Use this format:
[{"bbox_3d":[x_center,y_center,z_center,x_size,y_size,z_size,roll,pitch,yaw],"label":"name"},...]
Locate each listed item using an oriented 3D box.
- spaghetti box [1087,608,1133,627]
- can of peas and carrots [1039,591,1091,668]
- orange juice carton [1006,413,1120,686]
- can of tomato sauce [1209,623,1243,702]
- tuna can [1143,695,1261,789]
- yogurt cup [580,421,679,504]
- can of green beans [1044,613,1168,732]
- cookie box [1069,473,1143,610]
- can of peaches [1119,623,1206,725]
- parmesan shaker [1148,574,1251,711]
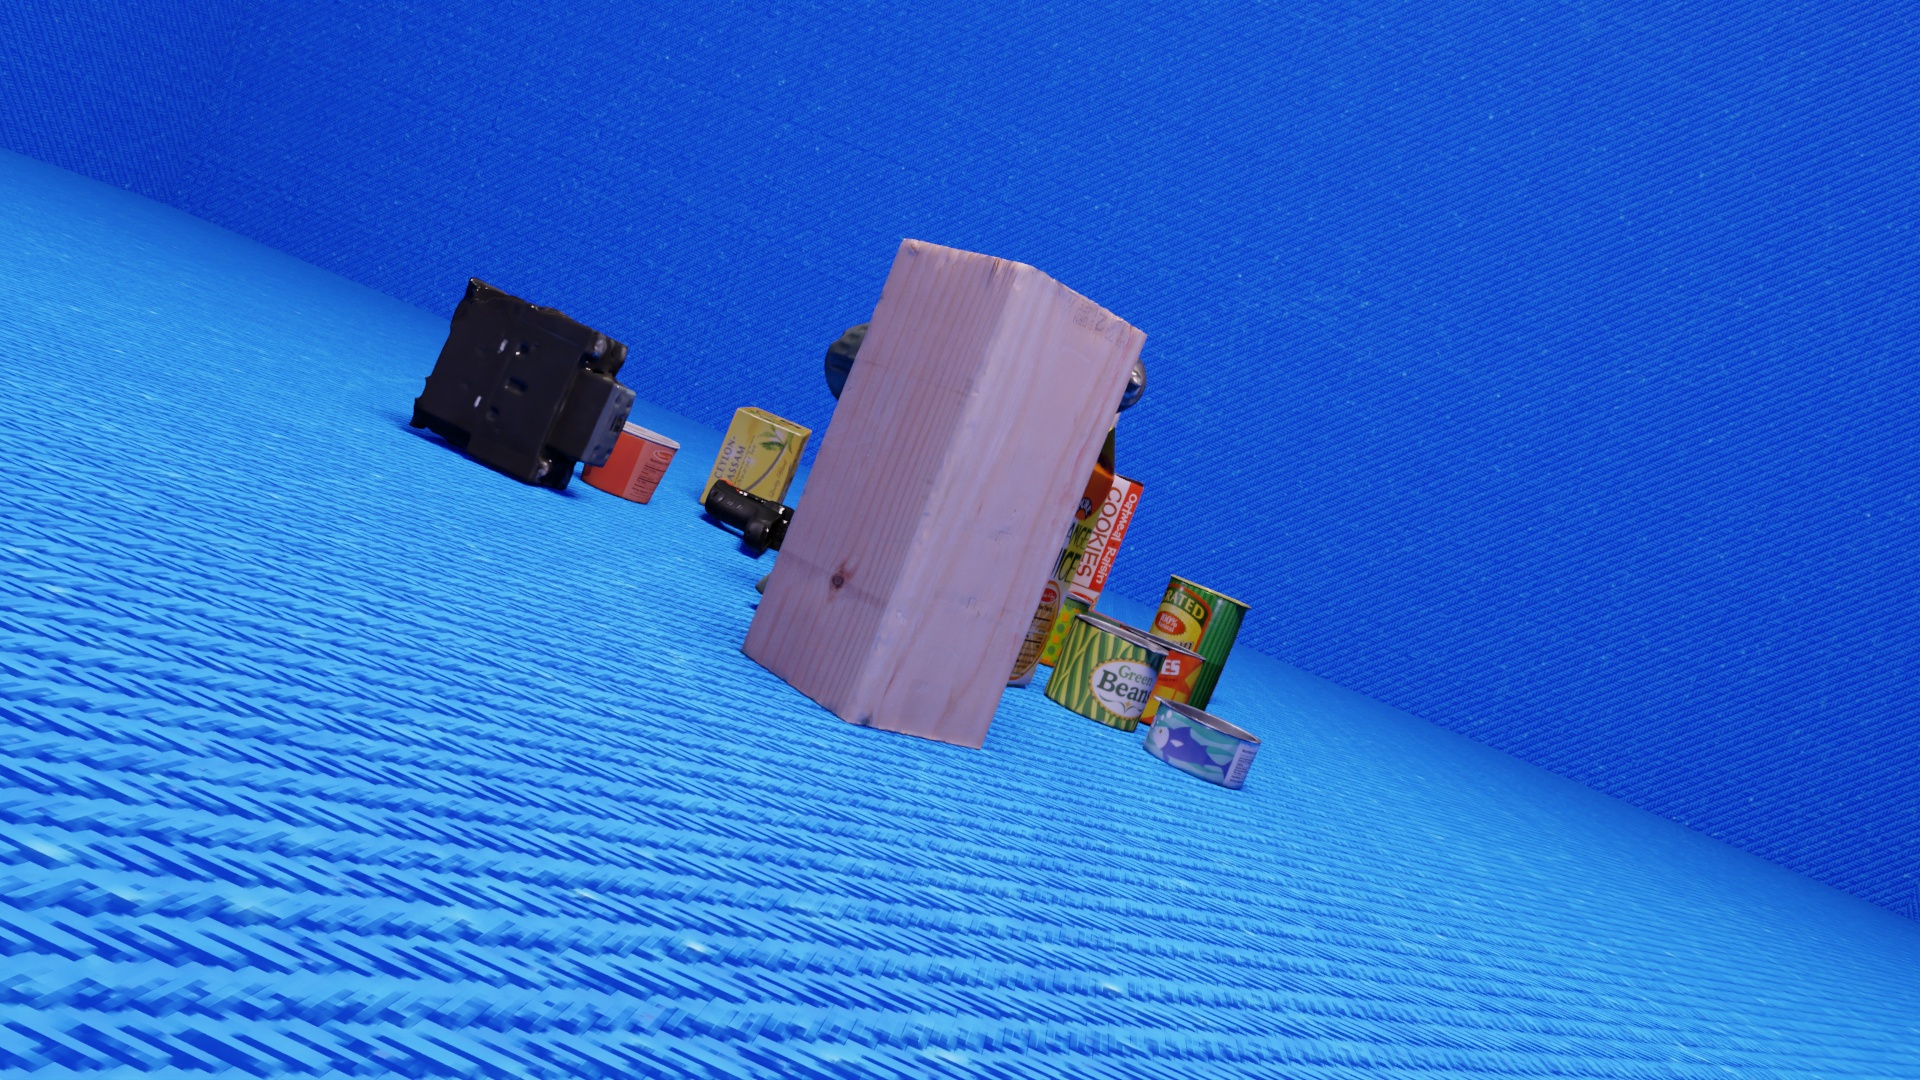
[{"bbox_3d":[0.039,0.055,1.184,0.250,0.050,0.028,23,2,17],"label":"spaghetti box"},{"bbox_3d":[0.061,0.063,1.102,0.071,0.058,0.071,22,2,-1],"label":"can of peas and carrots"},{"bbox_3d":[0.037,-0.008,0.888,0.072,0.192,0.073,23,2,25],"label":"orange juice carton"},{"bbox_3d":[0.220,0.103,1.318,0.071,0.083,0.071,22,2,-1],"label":"can of tomato sauce"},{"bbox_3d":[0.145,0.123,0.852,0.071,0.033,0.071,22,3,-1],"label":"tuna can"},{"bbox_3d":[-0.258,-0.062,1.072,0.072,0.054,0.072,22,2,-1],"label":"yogurt cup"},{"bbox_3d":[0.095,0.087,0.912,0.071,0.058,0.071,22,2,-1],"label":"can of green beans"},{"bbox_3d":[0.099,0.010,1.296,0.040,0.167,0.123,21,2,-23],"label":"cookie box"},{"bbox_3d":[0.134,0.098,0.993,0.071,0.058,0.071,22,2,-1],"label":"can of peaches"},{"bbox_3d":[0.180,0.087,1.098,0.071,0.103,0.071,22,2,-1],"label":"parmesan shaker"}]
